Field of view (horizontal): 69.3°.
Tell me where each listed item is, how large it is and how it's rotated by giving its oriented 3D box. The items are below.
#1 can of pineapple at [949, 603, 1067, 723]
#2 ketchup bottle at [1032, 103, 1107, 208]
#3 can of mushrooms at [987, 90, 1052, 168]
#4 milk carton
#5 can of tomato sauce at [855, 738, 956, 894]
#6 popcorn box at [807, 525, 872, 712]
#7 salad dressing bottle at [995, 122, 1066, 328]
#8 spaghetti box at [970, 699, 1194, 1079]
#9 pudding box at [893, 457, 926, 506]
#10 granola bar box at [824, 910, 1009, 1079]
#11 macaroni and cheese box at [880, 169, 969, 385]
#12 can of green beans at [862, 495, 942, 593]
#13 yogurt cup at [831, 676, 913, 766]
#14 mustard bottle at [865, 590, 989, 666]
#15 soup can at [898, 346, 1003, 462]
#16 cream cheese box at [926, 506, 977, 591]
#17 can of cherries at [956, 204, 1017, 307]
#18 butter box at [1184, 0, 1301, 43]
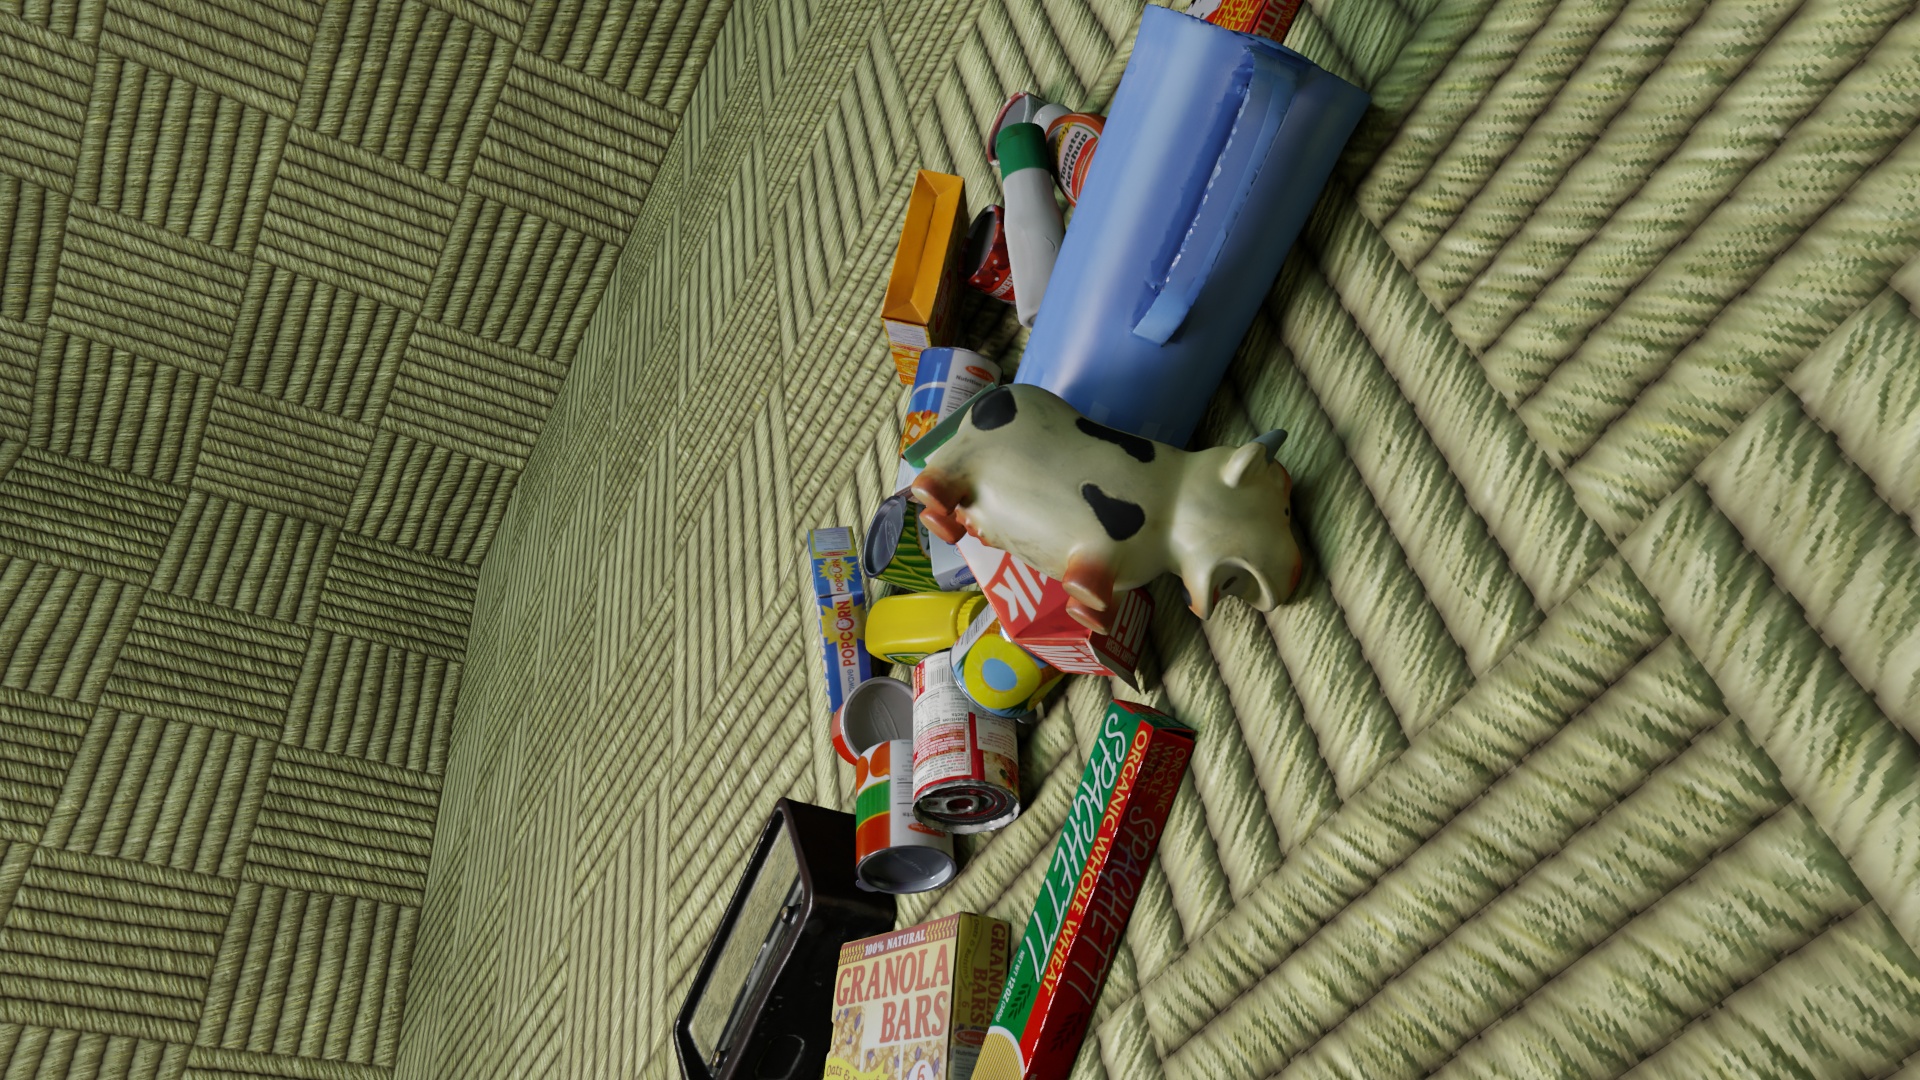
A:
[{"bbox_3d":[0.037,0.070,0.868,0.057,0.071,0.071,-52,31,36],"label":"can of pineapple"},{"bbox_3d":[0.090,-0.287,1.027,0.149,0.043,0.064,-114,38,-57],"label":"ketchup bottle"},{"bbox_3d":[0.051,-0.336,1.153,0.070,0.033,0.071,-42,39,47],"label":"can of mushrooms"},{"bbox_3d":[0.048,0.007,0.813,0.073,0.072,0.191,-37,57,10],"label":"milk carton"},{"bbox_3d":[-0.039,0.187,0.939,0.071,0.071,0.083,-50,32,39],"label":"can of tomato sauce"},{"bbox_3d":[-0.096,0.063,1.110,0.085,0.038,0.126,-105,11,-51],"label":"popcorn box"},{"bbox_3d":[0.054,-0.230,1.010,0.064,0.044,0.148,108,155,-76],"label":"salad dressing bottle"},{"bbox_3d":[0.063,0.209,0.759,0.050,0.029,0.249,27,98,64],"label":"spaghetti box"},{"bbox_3d":[-0.025,-0.072,1.132,0.049,0.030,0.084,-25,51,59],"label":"pudding box"},{"bbox_3d":[-0.032,0.309,0.872,0.165,0.039,0.125,-35,43,52],"label":"granola bar box"},{"bbox_3d":[-0.025,-0.205,1.118,0.166,0.040,0.124,77,-154,-79],"label":"macaroni and cheese box"},{"bbox_3d":[-0.035,0.005,1.065,0.071,0.058,0.071,-44,36,45],"label":"can of green beans"},{"bbox_3d":[-0.063,0.138,1.027,0.053,0.072,0.072,144,138,-64],"label":"yogurt cup"},{"bbox_3d":[-0.007,0.061,0.966,0.160,0.065,0.049,-12,67,57],"label":"mustard bottle"},{"bbox_3d":[-0.009,-0.099,1.073,0.071,0.071,0.084,-10,65,62],"label":"soup can"},{"bbox_3d":[0.004,-0.013,1.008,0.053,0.024,0.104,-19,45,11],"label":"cream cheese box"},{"bbox_3d":[0.037,-0.216,1.068,0.071,0.058,0.072,-44,36,45],"label":"can of cherries"},{"bbox_3d":[0.180,-0.342,0.903,0.053,0.024,0.104,-63,26,16],"label":"butter box"}]
